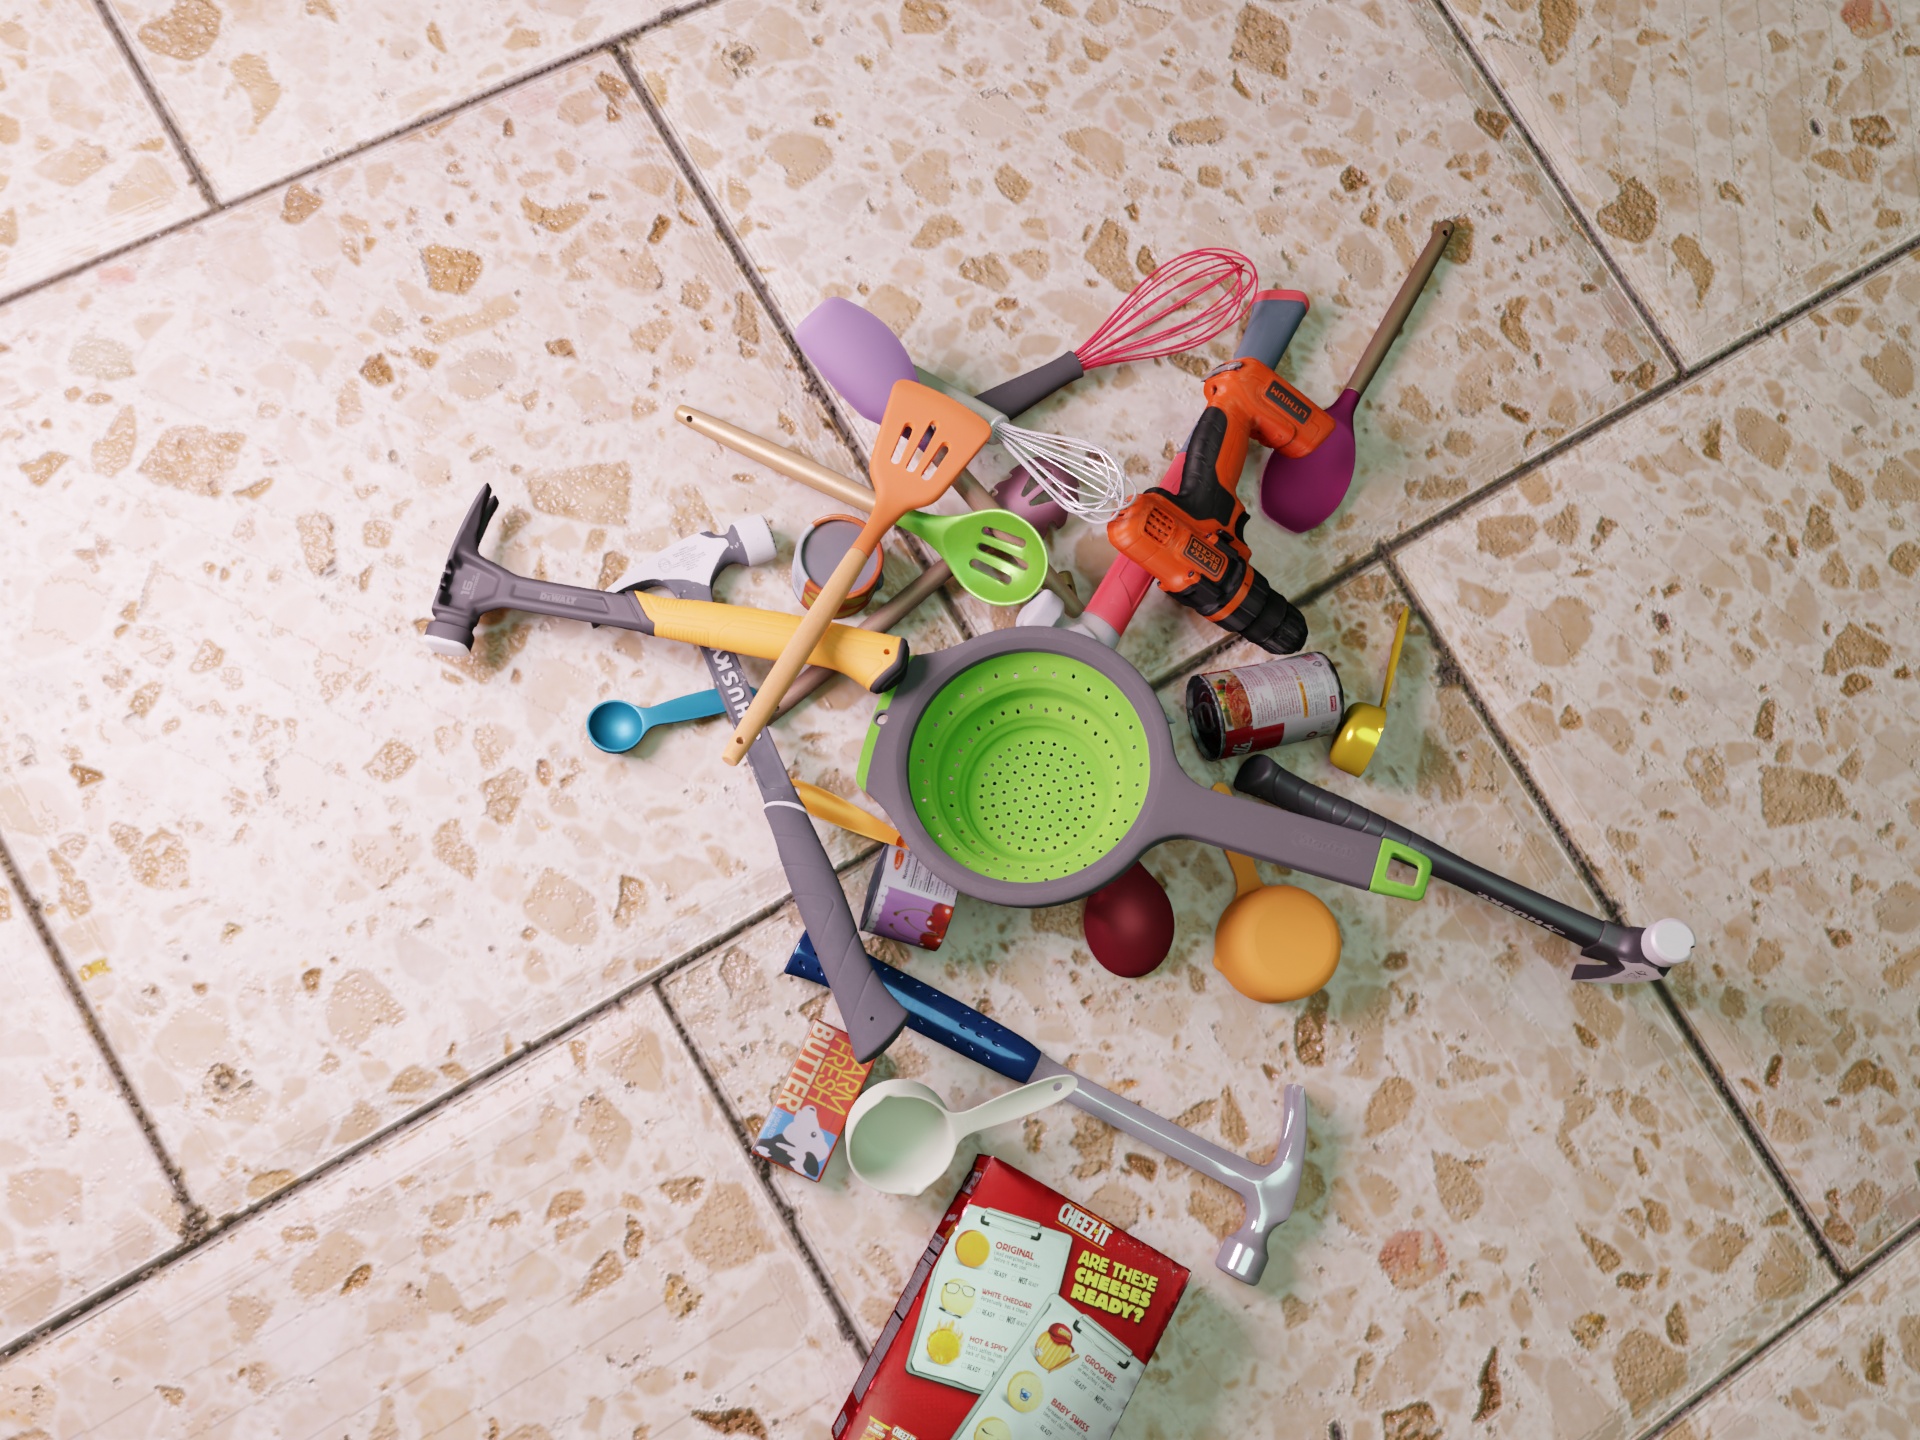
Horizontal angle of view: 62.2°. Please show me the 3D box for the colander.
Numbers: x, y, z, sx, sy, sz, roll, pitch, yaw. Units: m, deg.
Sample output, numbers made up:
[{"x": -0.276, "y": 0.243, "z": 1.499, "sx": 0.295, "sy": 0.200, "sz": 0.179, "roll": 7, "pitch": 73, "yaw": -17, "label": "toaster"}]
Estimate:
[{"x": 0.128, "y": 0.064, "z": 1.130, "sx": 0.397, "sy": 0.094, "sz": 0.204, "roll": 16, "pitch": 74, "yaw": 13, "label": "colander"}]

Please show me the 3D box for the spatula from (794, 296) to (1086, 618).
[{"x": -0.001, "y": -0.186, "z": 1.187, "sx": 0.060, "sy": 0.018, "sz": 0.315, "roll": -40, "pitch": 100, "yaw": 7, "label": "spatula"}]

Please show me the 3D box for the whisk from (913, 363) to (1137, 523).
[{"x": 0.033, "y": -0.212, "z": 1.184, "sx": 0.059, "sy": 0.057, "sz": 0.247, "roll": -31, "pitch": 51, "yaw": -32, "label": "whisk"}]

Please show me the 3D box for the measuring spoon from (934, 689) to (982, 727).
[{"x": -0.002, "y": -0.004, "z": 1.205, "sx": 0.124, "sy": 0.018, "sz": 0.034, "roll": -21, "pitch": 82, "yaw": -19, "label": "measuring spoon"}]

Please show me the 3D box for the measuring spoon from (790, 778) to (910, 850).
[{"x": -0.084, "y": 0.072, "z": 1.177, "sx": 0.117, "sy": 0.011, "sz": 0.021, "roll": 25, "pitch": 76, "yaw": 0, "label": "measuring spoon"}]

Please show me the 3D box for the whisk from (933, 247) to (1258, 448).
[{"x": 0.107, "y": -0.292, "z": 1.259, "sx": 0.296, "sy": 0.073, "sz": 0.073, "roll": -30, "pitch": 85, "yaw": -7, "label": "whisk"}]

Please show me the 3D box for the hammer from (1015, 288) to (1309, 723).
[{"x": 0.190, "y": -0.181, "z": 1.243, "sx": 0.143, "sy": 0.038, "sz": 0.386, "roll": 39, "pitch": 69, "yaw": -18, "label": "hammer"}]

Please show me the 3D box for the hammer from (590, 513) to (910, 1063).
[{"x": -0.136, "y": 0.047, "z": 1.121, "sx": 0.149, "sy": 0.036, "sz": 0.409, "roll": -21, "pitch": 71, "yaw": -11, "label": "hammer"}]

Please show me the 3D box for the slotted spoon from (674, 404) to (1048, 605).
[{"x": -0.076, "y": -0.171, "z": 1.194, "sx": 0.314, "sy": 0.031, "sz": 0.070, "roll": 25, "pitch": 106, "yaw": 8, "label": "slotted spoon"}]

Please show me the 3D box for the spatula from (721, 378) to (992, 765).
[{"x": -0.081, "y": -0.103, "z": 1.109, "sx": 0.081, "sy": 0.041, "sz": 0.323, "roll": 29, "pitch": 63, "yaw": 0, "label": "spatula"}]

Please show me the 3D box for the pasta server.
[{"x": -0.030, "y": -0.099, "z": 1.213, "sx": 0.316, "sy": 0.040, "sz": 0.060, "roll": -40, "pitch": 87, "yaw": -10, "label": "pasta server"}]

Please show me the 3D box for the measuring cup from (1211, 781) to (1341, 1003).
[{"x": 0.227, "y": 0.126, "z": 1.191, "sx": 0.095, "sy": 0.052, "sz": 0.174, "roll": -16, "pitch": 84, "yaw": -12, "label": "measuring cup"}]

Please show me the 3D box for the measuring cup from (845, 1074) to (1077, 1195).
[{"x": -0.001, "y": 0.273, "z": 1.113, "sx": 0.167, "sy": 0.038, "sz": 0.083, "roll": -18, "pitch": 107, "yaw": -7, "label": "measuring cup"}]

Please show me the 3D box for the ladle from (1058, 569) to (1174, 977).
[{"x": 0.107, "y": 0.037, "z": 1.206, "sx": 0.069, "sy": 0.031, "sz": 0.315, "roll": -8, "pitch": 78, "yaw": -8, "label": "ladle"}]

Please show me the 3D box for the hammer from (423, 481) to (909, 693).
[{"x": -0.201, "y": -0.079, "z": 1.131, "sx": 0.337, "sy": 0.034, "sz": 0.127, "roll": 11, "pitch": 70, "yaw": 2, "label": "hammer"}]

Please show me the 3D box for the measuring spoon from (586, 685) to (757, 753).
[{"x": -0.211, "y": -0.002, "z": 1.170, "sx": 0.128, "sy": 0.021, "sz": 0.042, "roll": -14, "pitch": 67, "yaw": -21, "label": "measuring spoon"}]

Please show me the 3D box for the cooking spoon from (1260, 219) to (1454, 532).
[{"x": 0.335, "y": -0.289, "z": 1.311, "sx": 0.068, "sy": 0.017, "sz": 0.319, "roll": 32, "pitch": 76, "yaw": -2, "label": "cooking spoon"}]

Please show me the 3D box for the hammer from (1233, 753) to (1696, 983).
[{"x": 0.363, "y": 0.110, "z": 1.196, "sx": 0.335, "sy": 0.146, "sz": 0.035, "roll": 25, "pitch": 75, "yaw": 9, "label": "hammer"}]

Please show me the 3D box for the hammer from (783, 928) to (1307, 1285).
[{"x": 0.064, "y": 0.250, "z": 1.149, "sx": 0.405, "sy": 0.035, "sz": 0.144, "roll": 28, "pitch": 76, "yaw": -2, "label": "hammer"}]

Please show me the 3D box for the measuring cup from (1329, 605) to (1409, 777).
[{"x": 0.321, "y": -0.028, "z": 1.245, "sx": 0.029, "sy": 0.062, "sz": 0.157, "roll": 19, "pitch": 65, "yaw": 5, "label": "measuring cup"}]
